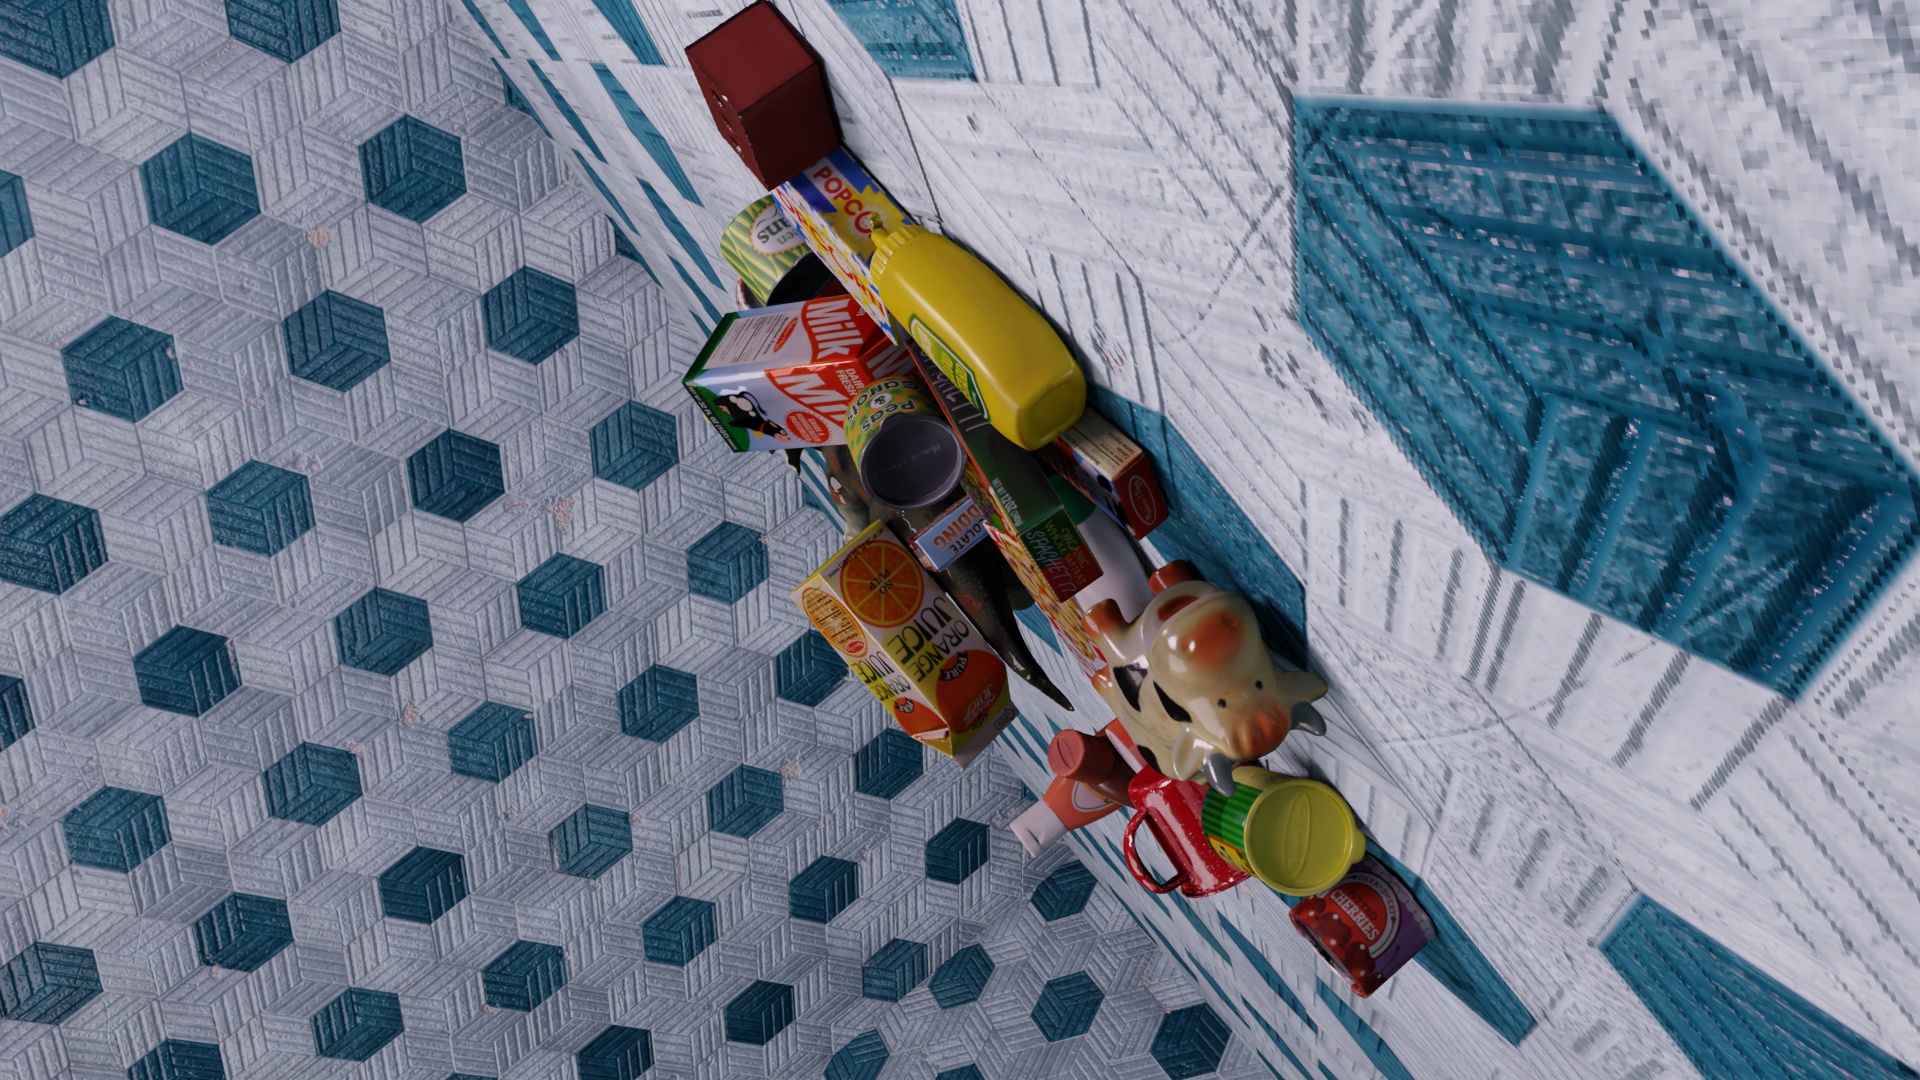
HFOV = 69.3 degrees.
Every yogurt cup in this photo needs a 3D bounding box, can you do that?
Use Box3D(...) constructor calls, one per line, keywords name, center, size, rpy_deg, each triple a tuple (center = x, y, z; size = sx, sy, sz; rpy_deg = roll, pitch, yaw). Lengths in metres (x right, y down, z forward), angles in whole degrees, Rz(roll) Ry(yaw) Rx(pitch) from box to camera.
Box3D(name="yogurt cup", center=(0.145, 0.144, 1.027), size=(0.072, 0.054, 0.072), rpy_deg=(50, 172, 9))

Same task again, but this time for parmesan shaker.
Box3D(name="parmesan shaker", center=(0.192, 0.174, 0.838), size=(0.071, 0.071, 0.103), rpy_deg=(52, 173, 2))

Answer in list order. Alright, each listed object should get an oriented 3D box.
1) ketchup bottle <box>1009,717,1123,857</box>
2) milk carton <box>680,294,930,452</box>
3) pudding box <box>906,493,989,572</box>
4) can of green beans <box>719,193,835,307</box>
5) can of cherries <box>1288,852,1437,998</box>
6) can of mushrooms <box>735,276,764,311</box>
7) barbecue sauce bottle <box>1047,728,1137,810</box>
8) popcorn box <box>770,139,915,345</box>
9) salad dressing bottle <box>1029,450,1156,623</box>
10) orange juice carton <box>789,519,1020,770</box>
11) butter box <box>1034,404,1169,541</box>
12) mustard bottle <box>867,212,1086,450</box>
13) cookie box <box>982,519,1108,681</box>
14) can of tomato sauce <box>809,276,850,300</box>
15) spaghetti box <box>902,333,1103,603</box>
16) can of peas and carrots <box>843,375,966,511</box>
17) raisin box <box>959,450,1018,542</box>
Box3D(name="ketchup bottle", center=(0.111, 0.215, 1.206), size=(0.064, 0.149, 0.043), rpy_deg=(52, 174, -1))
Box3D(name="milk carton", center=(-0.083, -0.113, 0.922), size=(0.190, 0.074, 0.072), rpy_deg=(-2, 137, 33))
Box3D(name="pudding box", center=(0.004, -0.013, 1.020), size=(0.030, 0.084, 0.049), rpy_deg=(53, 173, -8))
Box3D(name="can of green beans", center=(-0.127, -0.202, 0.979), size=(0.058, 0.071, 0.071), rpy_deg=(51, 173, 10))
Box3D(name="can of cherries", center=(0.239, 0.229, 0.831), size=(0.071, 0.058, 0.071), rpy_deg=(51, 173, 9))
Box3D(name="can of mushrooms", center=(-0.146, -0.202, 1.113), size=(0.071, 0.071, 0.033), rpy_deg=(53, 171, -6))
Box3D(name="barbecue sauce bottle", center=(0.129, 0.179, 1.086), size=(0.148, 0.043, 0.065), rpy_deg=(22, -147, -42))
Box3D(name="popcorn box", center=(-0.065, -0.182, 0.797), size=(0.127, 0.038, 0.085), rpy_deg=(50, 172, 18))
Box3D(name="salad dressing bottle", center=(0.078, 0.006, 0.816), size=(0.147, 0.044, 0.064), rpy_deg=(58, 173, -36))
Box3D(name="orange juice carton", center=(-0.037, 0.085, 1.080), size=(0.192, 0.072, 0.072), rpy_deg=(50, 150, -5))
Box3D(name="butter box", center=(0.063, -0.048, 0.713), size=(0.104, 0.024, 0.053), rpy_deg=(46, 171, 42))
Box3D(name="mustard bottle", center=(-0.002, -0.114, 0.697), size=(0.160, 0.049, 0.065), rpy_deg=(48, 170, 27))
Box3D(name="cookie box", center=(0.092, 0.053, 0.963), size=(0.167, 0.040, 0.123), rpy_deg=(55, 172, -20))
Box3D(name="can of tomato sauce", center=(-0.110, -0.154, 1.041), size=(0.071, 0.083, 0.071), rpy_deg=(51, 173, 9))
Box3D(name="spaghetti box", center=(0.015, -0.057, 0.754), size=(0.050, 0.028, 0.251), rpy_deg=(57, -176, -36))
Box3D(name="can of peas and carrots", center=(-0.036, -0.062, 0.856), size=(0.070, 0.071, 0.059), rpy_deg=(57, -176, -36))
Box3D(name="raisin box", center=(0.031, -0.040, 0.896), size=(0.086, 0.040, 0.123), rpy_deg=(56, 173, -20))
